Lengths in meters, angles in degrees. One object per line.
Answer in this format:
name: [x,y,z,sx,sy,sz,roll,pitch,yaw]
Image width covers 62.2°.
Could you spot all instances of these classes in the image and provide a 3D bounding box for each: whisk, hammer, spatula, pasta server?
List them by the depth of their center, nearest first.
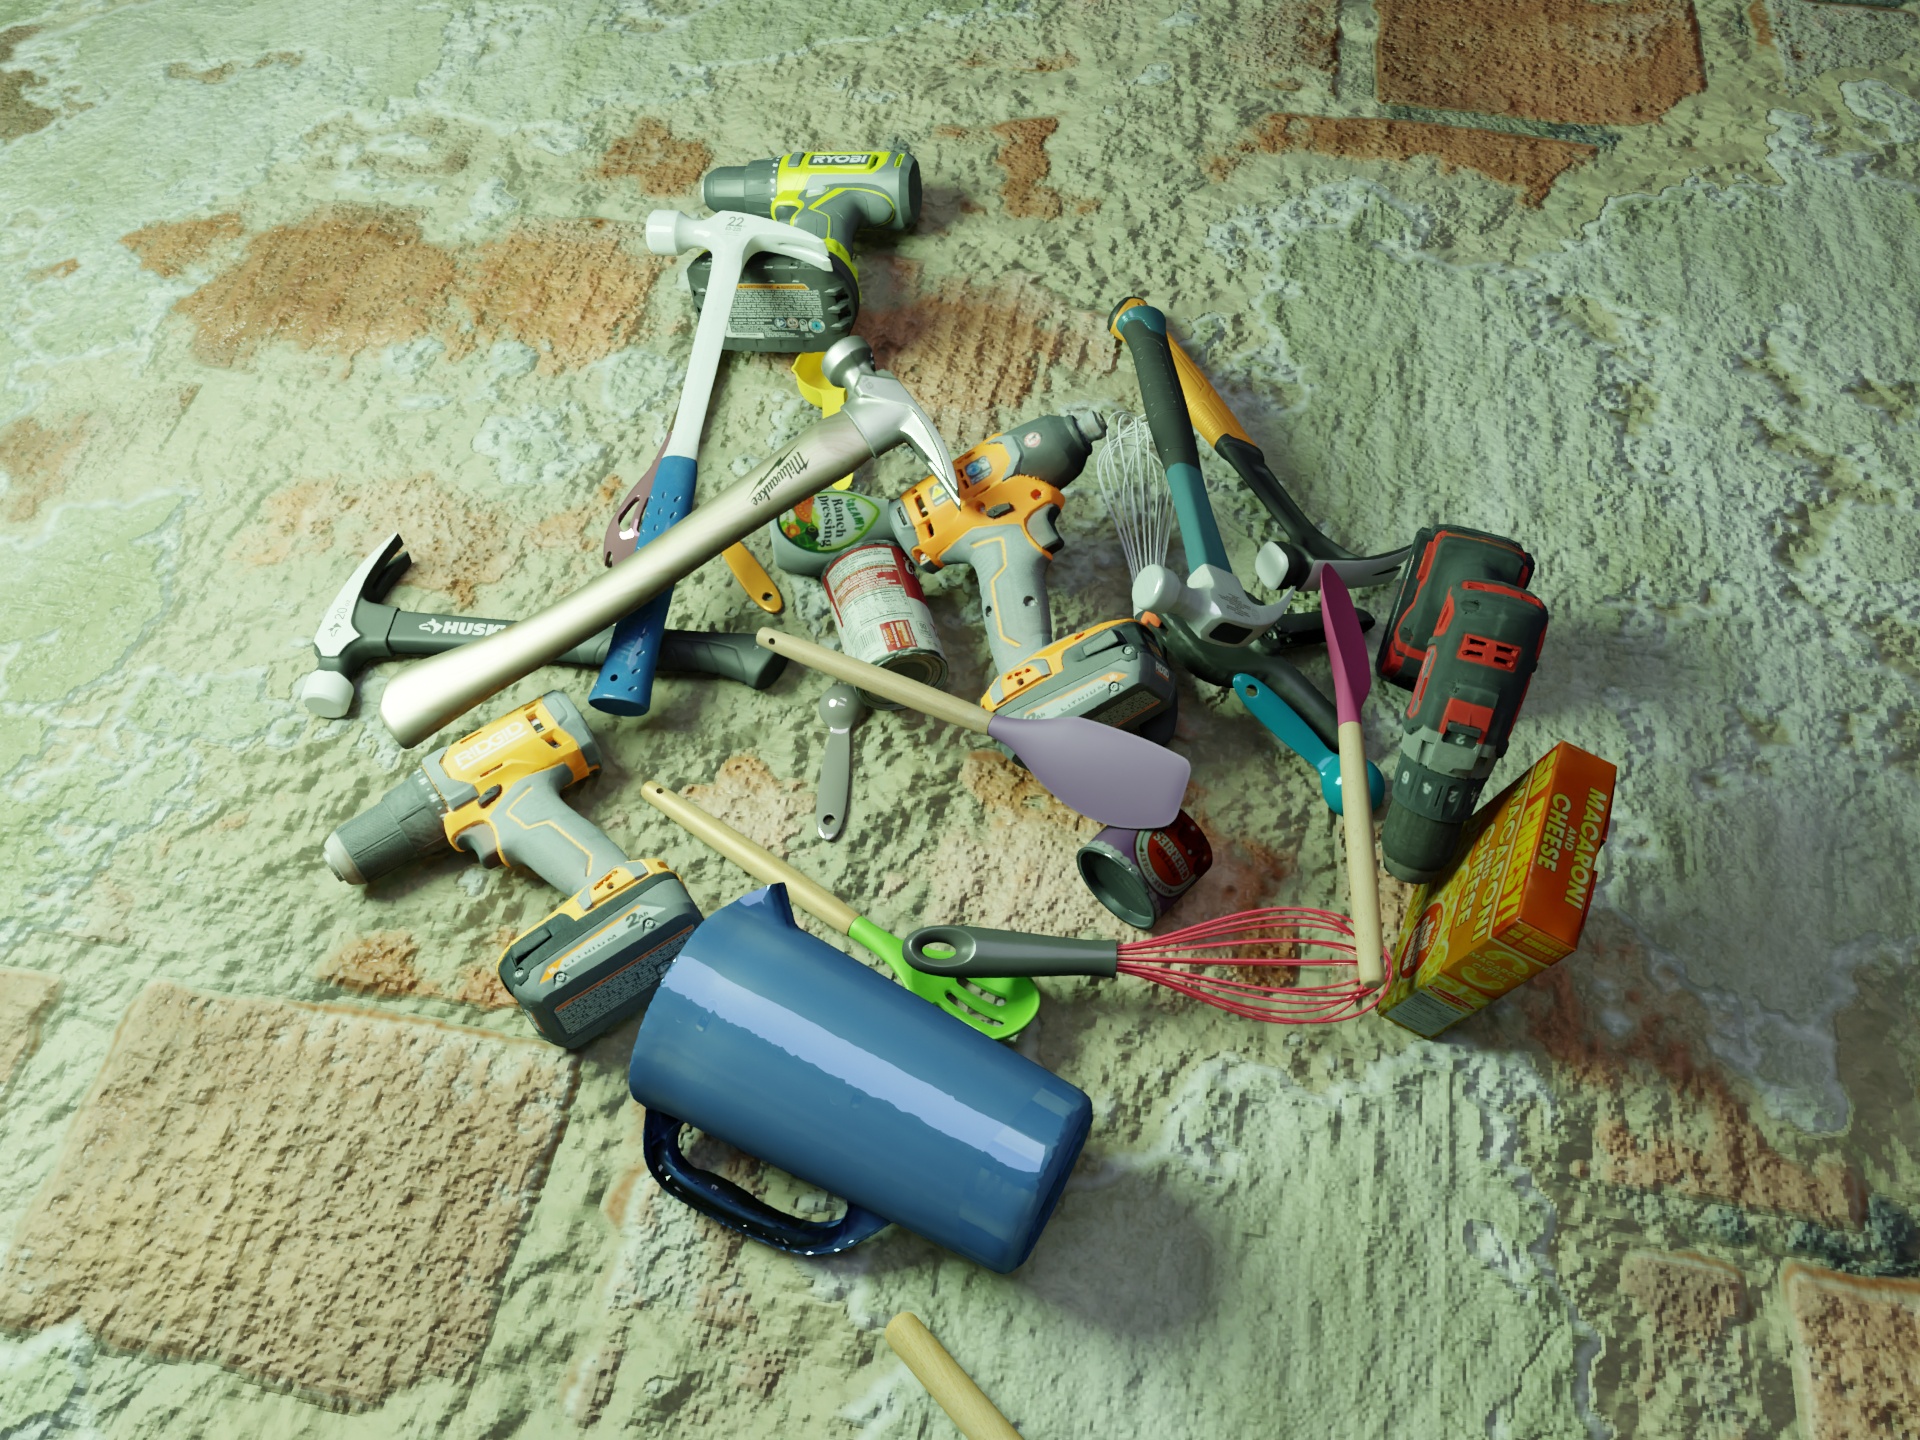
whisk: [0.043,0.402,0.813,0.051,0.047,0.245,-30,55,-31]
whisk: [0.112,0.144,0.958,0.296,0.073,0.073,2,56,0]
spatula: [-0.002,-0.003,1.025,0.316,0.018,0.059,22,102,23]
hammer: [-0.196,-0.098,1.062,0.410,0.038,0.146,-34,70,-7]
hammer: [0.153,-0.181,1.109,0.128,0.033,0.331,20,44,-29]
hammer: [-0.287,-0.060,1.135,0.335,0.035,0.146,4,57,4]
hammer: [-0.193,-0.195,1.139,0.144,0.035,0.406,6,69,9]
whisk: [0.133,-0.108,1.145,0.070,0.070,0.285,0,61,1]
hammer: [0.208,-0.220,1.216,0.127,0.034,0.337,-5,48,-29]
pasta server: [-0.217,-0.236,1.259,0.060,0.040,0.316,7,53,6]

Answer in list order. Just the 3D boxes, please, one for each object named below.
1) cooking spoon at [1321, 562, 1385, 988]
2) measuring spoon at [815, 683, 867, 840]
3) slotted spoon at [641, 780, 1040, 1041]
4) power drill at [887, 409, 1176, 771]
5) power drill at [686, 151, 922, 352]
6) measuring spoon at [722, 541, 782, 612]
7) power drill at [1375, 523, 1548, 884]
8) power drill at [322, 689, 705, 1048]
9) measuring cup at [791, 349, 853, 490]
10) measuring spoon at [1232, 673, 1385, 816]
cooking spoon: [0.249,0.025,1.008,0.017,0.068,0.319,-20,46,29]
measuring spoon: [-0.085,0.025,1.081,0.034,0.018,0.124,2,57,3]
slotted spoon: [-0.086,0.117,1.015,0.314,0.031,0.070,30,49,22]
power drill: [0.059,-0.097,1.076,0.164,0.084,0.227,-30,66,17]
power drill: [-0.145,-0.402,1.326,0.190,0.080,0.229,3,46,11]
measuring spoon: [-0.165,-0.122,1.186,0.021,0.011,0.117,-28,60,-16]
power drill: [0.308,-0.018,1.002,0.080,0.187,0.227,15,24,9]
power drill: [-0.283,0.098,1.004,0.185,0.084,0.226,-31,56,-17]
measuring cup: [-0.098,-0.234,1.253,0.062,0.029,0.157,-6,58,-2]
measuring spoon: [0.230,0.014,1.048,0.128,0.021,0.042,43,82,0]
